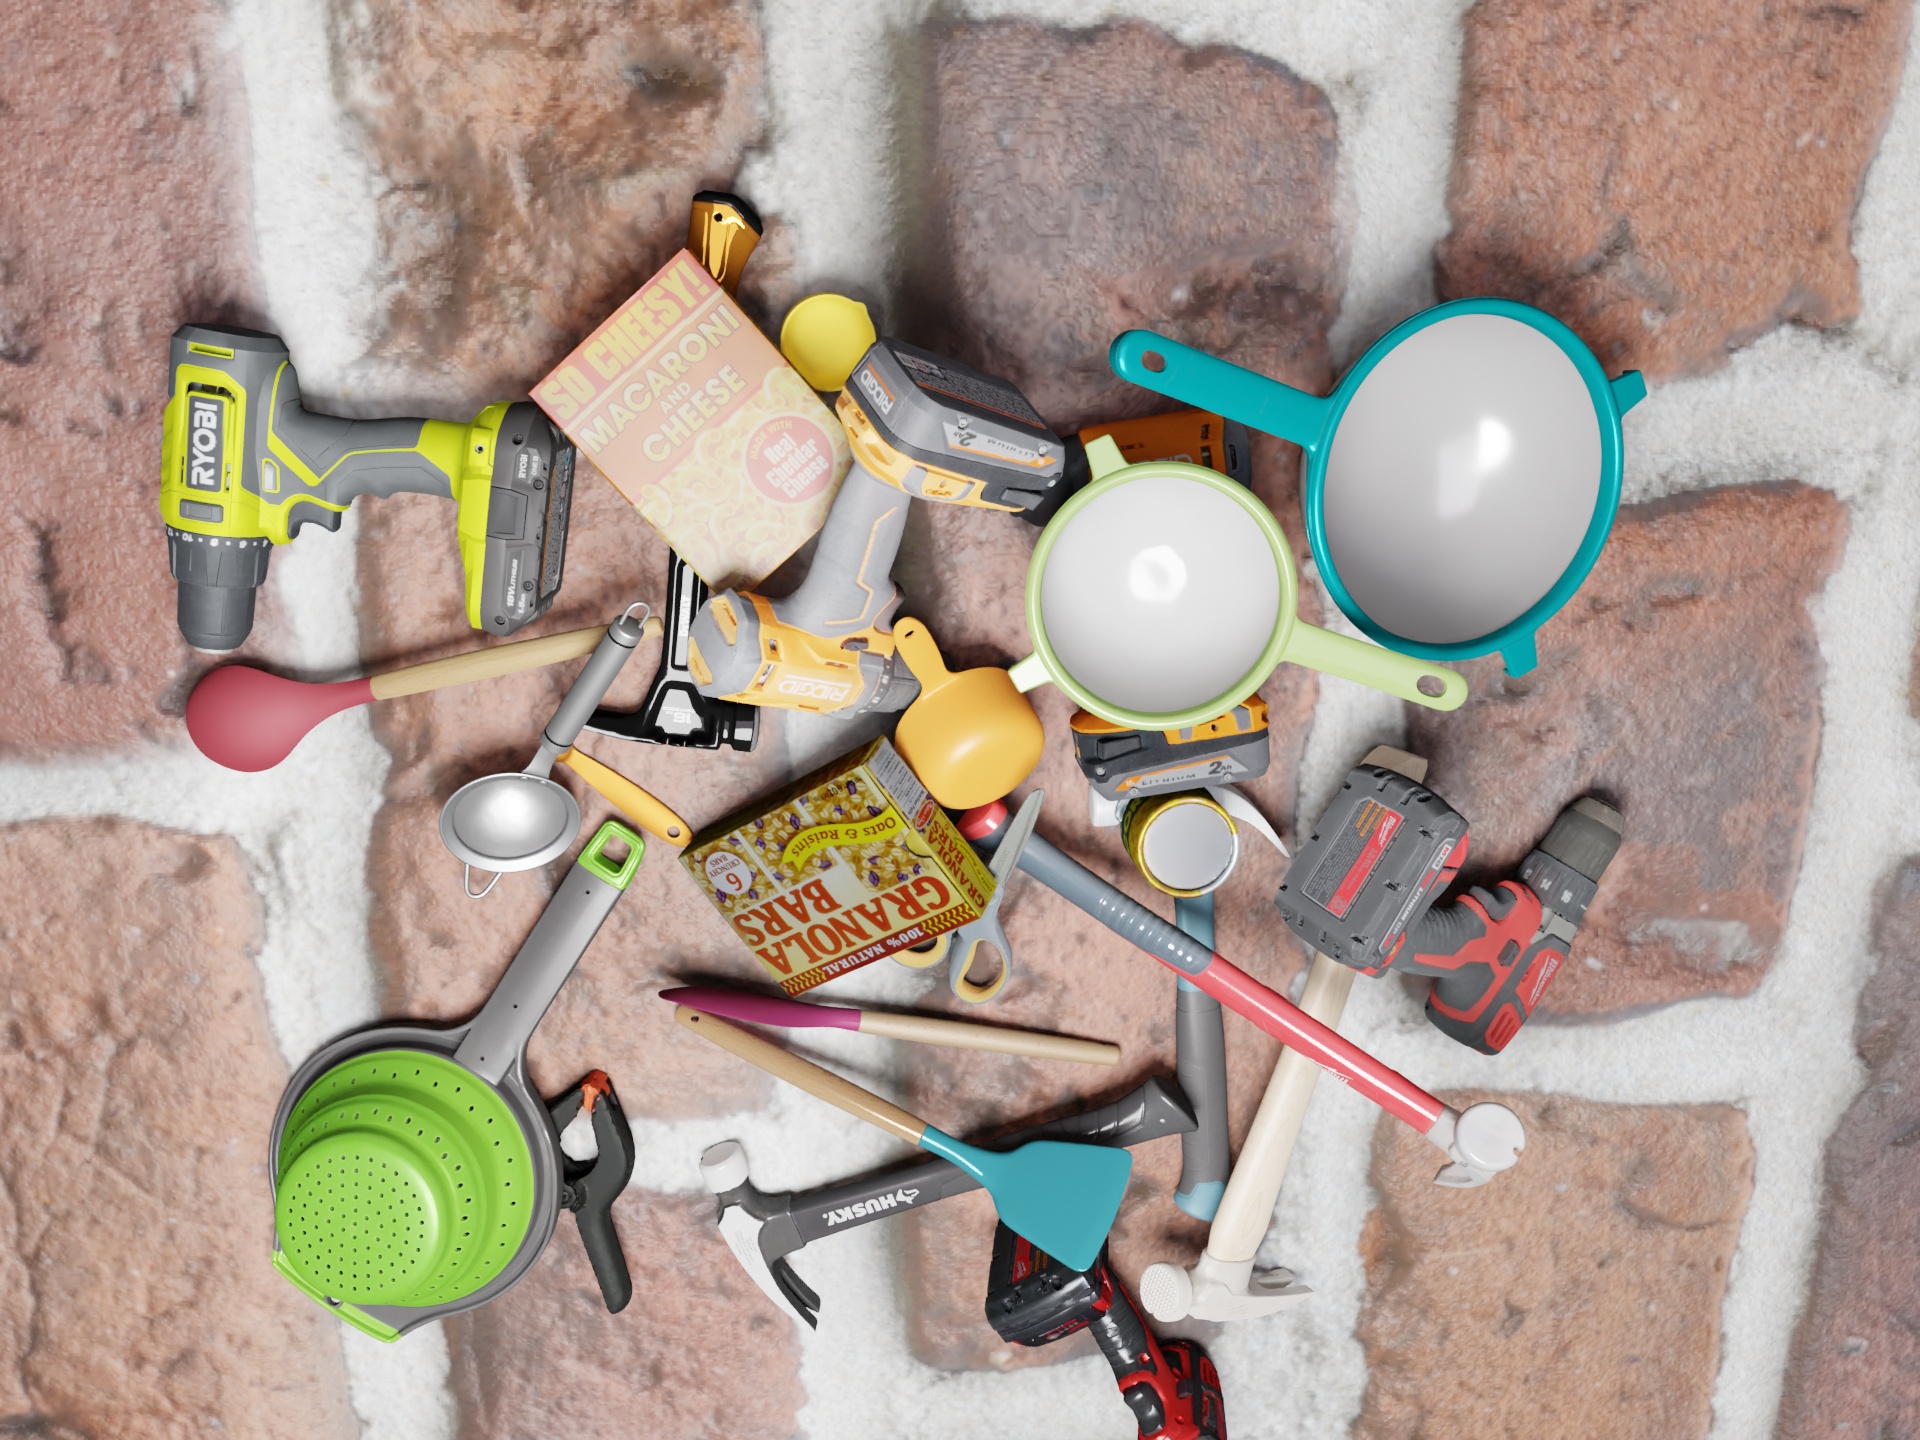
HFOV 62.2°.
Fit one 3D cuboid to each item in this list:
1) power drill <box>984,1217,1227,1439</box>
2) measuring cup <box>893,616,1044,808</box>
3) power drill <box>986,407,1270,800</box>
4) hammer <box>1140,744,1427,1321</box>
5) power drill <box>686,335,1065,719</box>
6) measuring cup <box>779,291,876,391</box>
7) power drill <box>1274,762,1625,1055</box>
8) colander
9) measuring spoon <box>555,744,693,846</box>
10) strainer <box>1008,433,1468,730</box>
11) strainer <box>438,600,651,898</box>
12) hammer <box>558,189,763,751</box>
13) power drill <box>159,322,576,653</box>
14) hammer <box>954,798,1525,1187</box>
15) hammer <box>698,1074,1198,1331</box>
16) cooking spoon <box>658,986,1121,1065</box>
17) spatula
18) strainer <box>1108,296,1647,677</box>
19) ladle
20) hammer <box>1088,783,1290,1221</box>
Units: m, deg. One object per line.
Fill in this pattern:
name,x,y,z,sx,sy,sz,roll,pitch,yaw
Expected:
power drill,0.110,0.440,1.094,0.078,0.143,0.219,-31,104,16
measuring cup,-0.002,-0.003,0.954,0.095,0.173,0.052,-31,60,-1
power drill,0.105,-0.071,0.985,0.164,0.084,0.226,-9,102,-1
hammer,0.243,0.217,1.081,0.146,0.038,0.410,11,100,-37
power drill,-0.032,-0.092,0.921,0.185,0.084,0.226,10,126,-41
measuring cup,-0.046,-0.199,0.970,0.156,0.029,0.062,40,100,-25
power drill,0.327,0.105,1.020,0.226,0.080,0.188,28,95,-37
colander,-0.325,0.238,1.016,0.204,0.094,0.397,33,97,1
measuring spoon,-0.221,0.047,1.028,0.117,0.011,0.021,38,100,-13
strainer,0.162,-0.058,0.911,0.256,0.069,0.151,18,103,-3
strainer,-0.248,0.015,0.970,0.086,0.050,0.258,18,129,-31
hammer,-0.169,-0.147,0.966,0.127,0.034,0.336,6,105,-7
power drill,-0.355,-0.121,0.940,0.228,0.080,0.190,9,105,-4
hammer,0.162,0.166,1.003,0.386,0.143,0.038,33,75,16
hammer,0.000,0.315,1.091,0.335,0.035,0.146,-19,106,7
cooking spoon,-0.043,0.205,1.068,0.318,0.069,0.017,11,87,-12
spatula,-0.047,0.257,1.045,0.317,0.044,0.082,24,67,7
strainer,0.226,-0.164,0.939,0.340,0.095,0.211,16,99,-20
ladle,-0.332,-0.024,0.972,0.315,0.031,0.069,-12,104,6
hammer,0.161,0.193,1.085,0.128,0.033,0.331,-5,106,-1
